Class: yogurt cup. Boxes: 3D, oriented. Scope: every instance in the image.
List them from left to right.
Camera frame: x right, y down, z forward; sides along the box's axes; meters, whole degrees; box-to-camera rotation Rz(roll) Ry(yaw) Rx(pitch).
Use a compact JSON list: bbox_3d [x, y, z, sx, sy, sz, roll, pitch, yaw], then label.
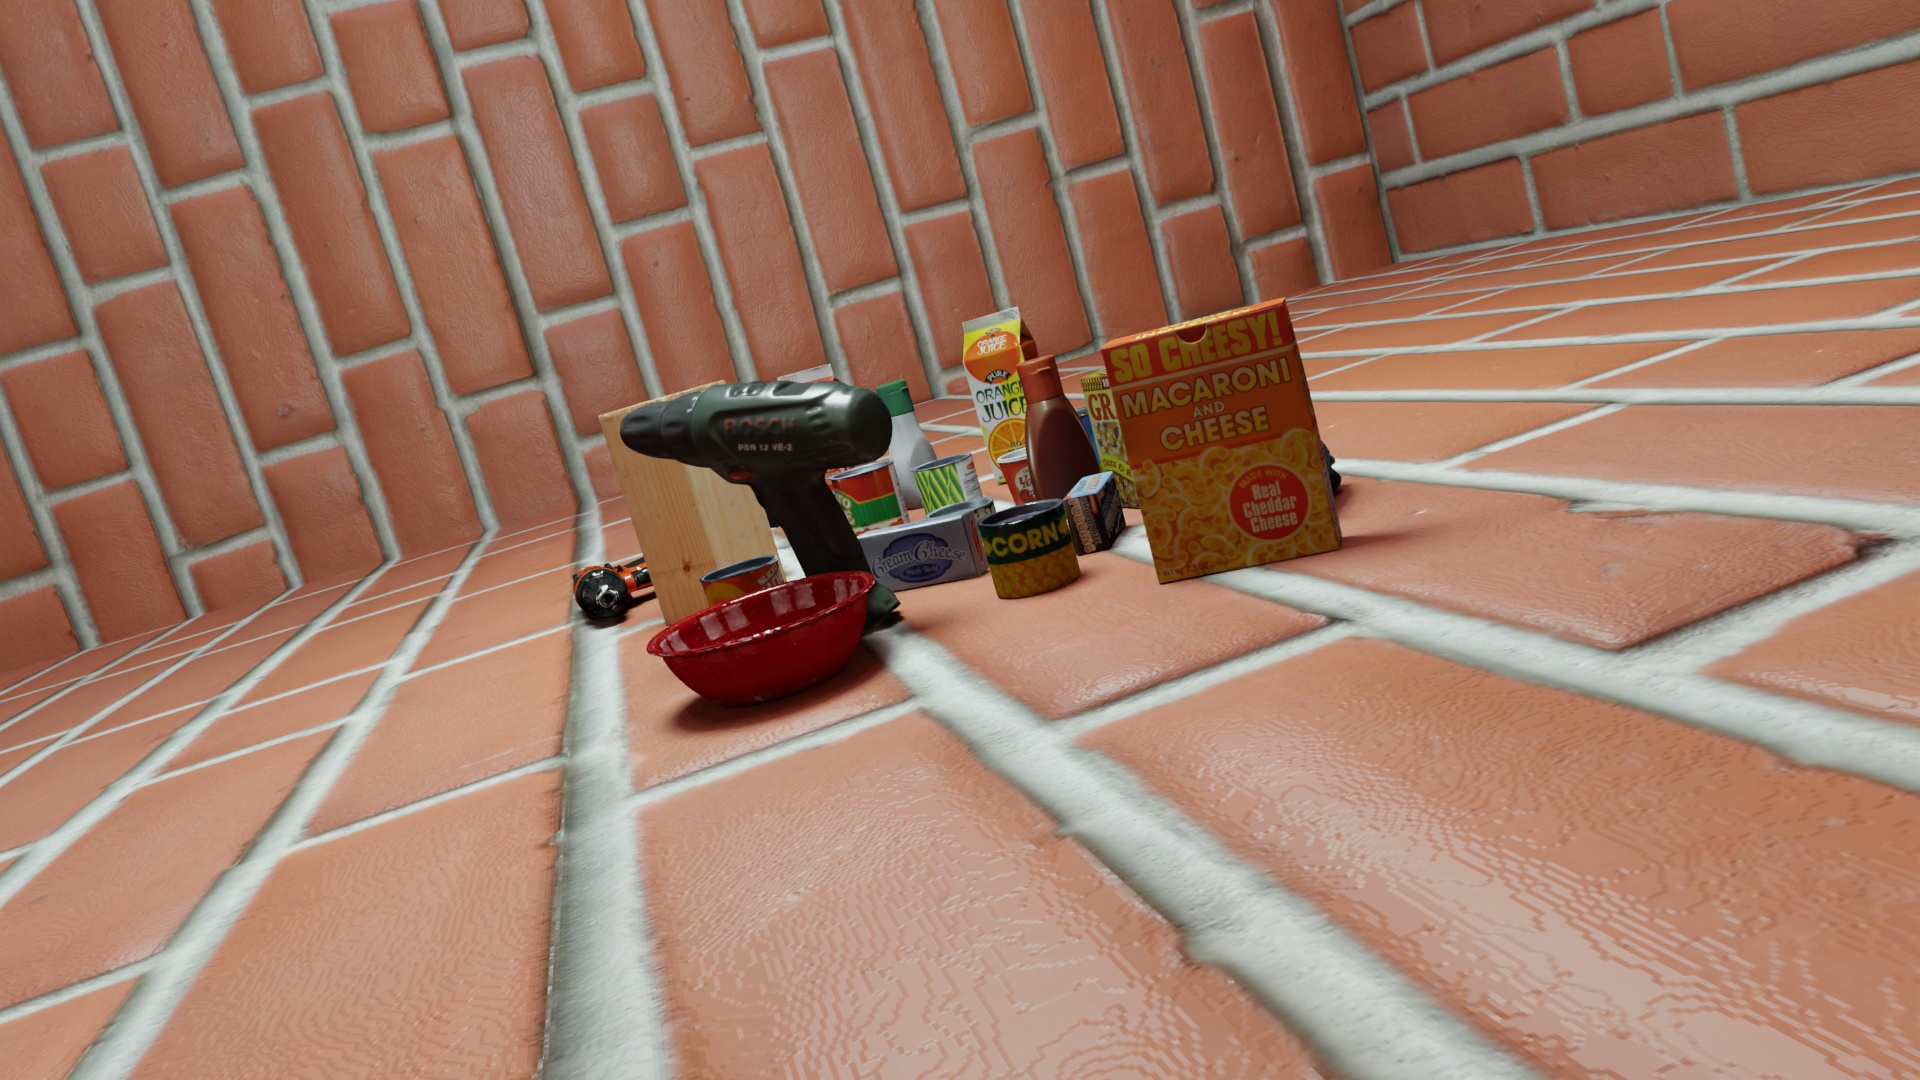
[{"bbox_3d":[0.076,-0.067,1.422,0.072,0.054,0.072,-15,10,3],"label":"yogurt cup"}]

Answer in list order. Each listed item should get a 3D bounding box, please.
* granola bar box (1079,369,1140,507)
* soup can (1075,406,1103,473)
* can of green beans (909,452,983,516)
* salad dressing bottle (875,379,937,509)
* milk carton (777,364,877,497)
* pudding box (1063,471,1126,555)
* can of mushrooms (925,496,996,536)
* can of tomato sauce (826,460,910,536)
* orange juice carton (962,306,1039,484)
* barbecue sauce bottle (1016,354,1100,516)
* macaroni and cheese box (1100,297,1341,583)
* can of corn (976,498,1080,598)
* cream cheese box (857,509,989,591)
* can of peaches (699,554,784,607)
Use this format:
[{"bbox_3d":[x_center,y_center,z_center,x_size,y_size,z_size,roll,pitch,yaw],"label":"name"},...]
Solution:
[{"bbox_3d":[0.172,-0.090,1.195,0.039,0.124,0.165,-19,10,-21],"label":"granola bar box"},{"bbox_3d":[0.144,-0.090,1.360,0.071,0.083,0.071,-15,9,3],"label":"soup can"},{"bbox_3d":[-0.012,-0.058,1.495,0.071,0.057,0.071,-15,10,3],"label":"can of green beans"},{"bbox_3d":[-0.061,-0.112,1.609,0.044,0.147,0.064,-8,12,39],"label":"salad dressing bottle"},{"bbox_3d":[-0.140,-0.088,1.474,0.072,0.190,0.074,-11,10,27],"label":"milk carton"},{"bbox_3d":[0.110,-0.023,1.135,0.030,0.049,0.084,-12,10,19],"label":"pudding box"},{"bbox_3d":[0.005,-0.016,1.308,0.071,0.033,0.071,-15,10,3],"label":"can of mushrooms"},{"bbox_3d":[-0.090,-0.032,1.395,0.071,0.083,0.071,-15,9,3],"label":"can of tomato sauce"},{"bbox_3d":[0.059,-0.169,1.615,0.072,0.192,0.073,-12,10,19],"label":"orange juice carton"},{"bbox_3d":[0.088,-0.096,1.285,0.065,0.148,0.043,-18,9,-13],"label":"barbecue sauce bottle"},{"bbox_3d":[0.174,-0.065,0.924,0.123,0.166,0.040,-12,10,19],"label":"macaroni and cheese box"},{"bbox_3d":[0.051,0.007,1.033,0.071,0.058,0.071,-15,9,3],"label":"can of corn"},{"bbox_3d":[-0.032,0.011,1.154,0.103,0.053,0.024,-11,10,25],"label":"cream cheese box"},{"bbox_3d":[-0.173,0.049,1.144,0.071,0.058,0.071,-15,10,3],"label":"can of peaches"}]
